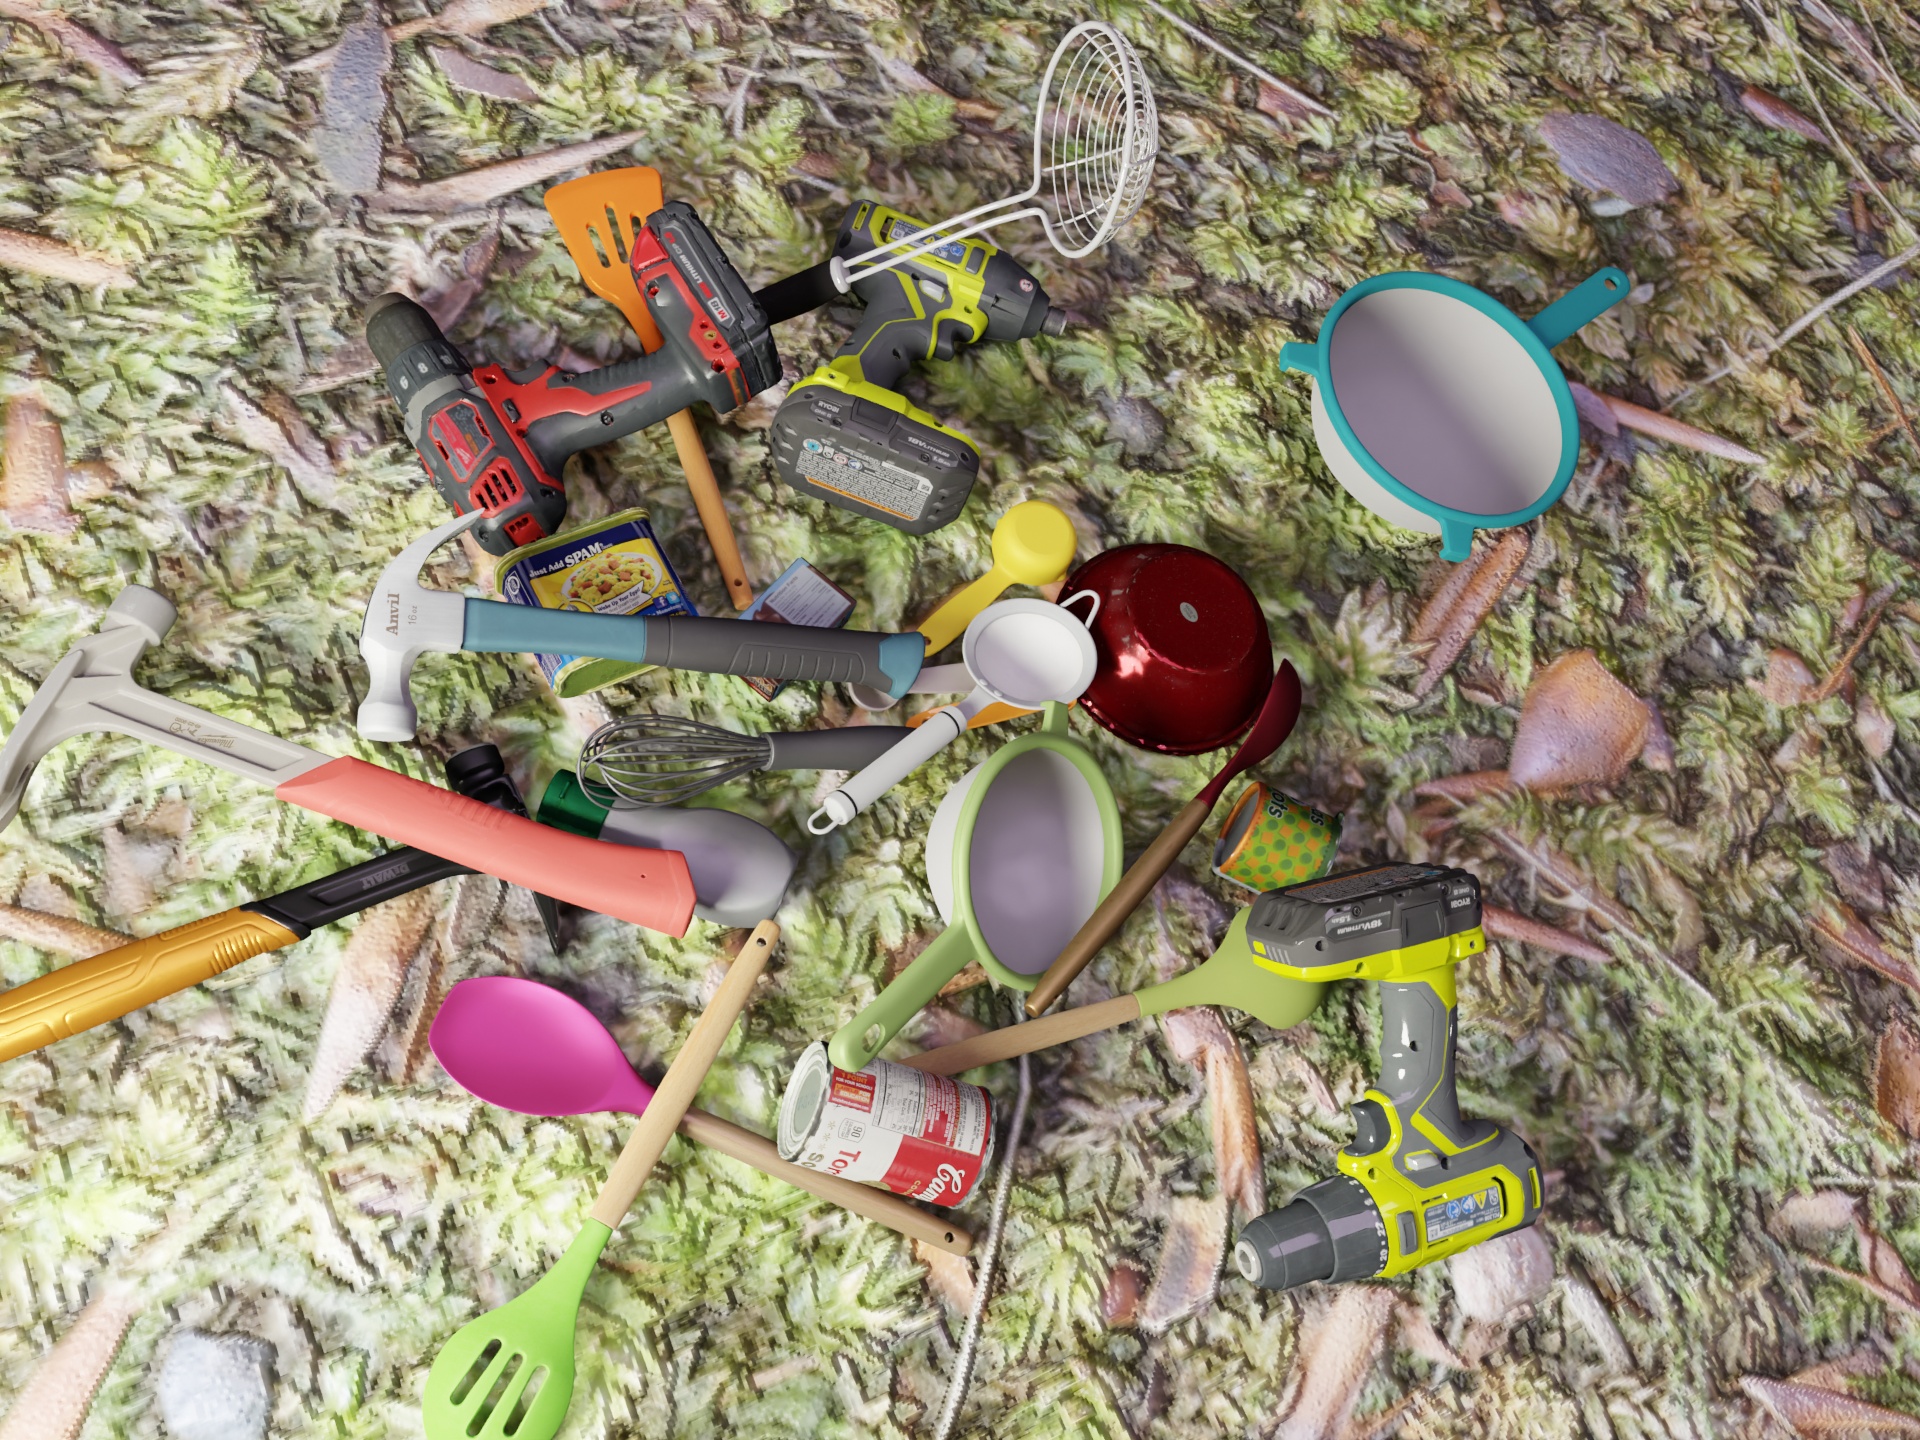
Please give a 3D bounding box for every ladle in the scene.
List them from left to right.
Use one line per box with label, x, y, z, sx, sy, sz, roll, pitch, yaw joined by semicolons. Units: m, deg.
ladle;0.077;0.178;0.949;0.320;0.062;0.078;-14;78;-14
ladle;0.134;0.069;0.983;0.031;0.069;0.315;30;56;22

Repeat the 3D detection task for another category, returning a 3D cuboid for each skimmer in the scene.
skimmer;-0.040;-0.304;0.973;0.090;0.363;0.127;9;71;-59

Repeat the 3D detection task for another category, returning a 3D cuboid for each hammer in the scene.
hammer;-0.384;0.123;0.840;0.337;0.034;0.127;-21;72;-23
hammer;-0.317;0.051;0.854;0.359;0.036;0.149;21;61;-4
hammer;-0.171;-0.045;0.920;0.330;0.033;0.128;4;79;-28

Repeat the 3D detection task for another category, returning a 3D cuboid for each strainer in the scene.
strainer;-0.004;0.110;0.915;0.256;0.069;0.151;-41;119;-38
strainer;-0.002;-0.003;0.980;0.087;0.050;0.258;40;54;18
strainer;0.383;-0.248;1.196;0.340;0.095;0.211;-35;82;-28

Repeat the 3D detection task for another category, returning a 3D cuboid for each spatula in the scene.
spatula;-0.192;-0.220;1.048;0.081;0.041;0.323;-17;73;-13

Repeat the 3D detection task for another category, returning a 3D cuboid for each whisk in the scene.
whisk;-0.113;0.021;0.935;0.238;0.055;0.055;-2;66;-35

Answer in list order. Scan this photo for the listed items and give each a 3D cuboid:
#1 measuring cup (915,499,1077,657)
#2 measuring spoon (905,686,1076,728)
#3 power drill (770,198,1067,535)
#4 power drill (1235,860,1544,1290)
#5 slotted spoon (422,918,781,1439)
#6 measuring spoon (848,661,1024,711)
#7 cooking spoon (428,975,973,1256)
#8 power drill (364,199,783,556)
measuring cup;0.021;-0.093;1.055;0.062;0.029;0.156;43;60;6
measuring spoon;0.020;-0.004;1.028;0.117;0.011;0.021;-11;55;-17
power drill;-0.027;-0.245;1.088;0.171;0.080;0.223;21;59;-5
power drill;0.236;0.209;0.920;0.190;0.080;0.228;-10;95;-20
slotted spoon;-0.177;0.239;0.835;0.070;0.031;0.314;30;66;-1
measuring spoon;-0.016;-0.023;1.026;0.124;0.018;0.034;-5;70;-25
cooking spoon;-0.139;0.224;0.872;0.319;0.017;0.069;25;66;-3
power drill;-0.247;-0.230;0.995;0.226;0.080;0.188;-33;77;-6
